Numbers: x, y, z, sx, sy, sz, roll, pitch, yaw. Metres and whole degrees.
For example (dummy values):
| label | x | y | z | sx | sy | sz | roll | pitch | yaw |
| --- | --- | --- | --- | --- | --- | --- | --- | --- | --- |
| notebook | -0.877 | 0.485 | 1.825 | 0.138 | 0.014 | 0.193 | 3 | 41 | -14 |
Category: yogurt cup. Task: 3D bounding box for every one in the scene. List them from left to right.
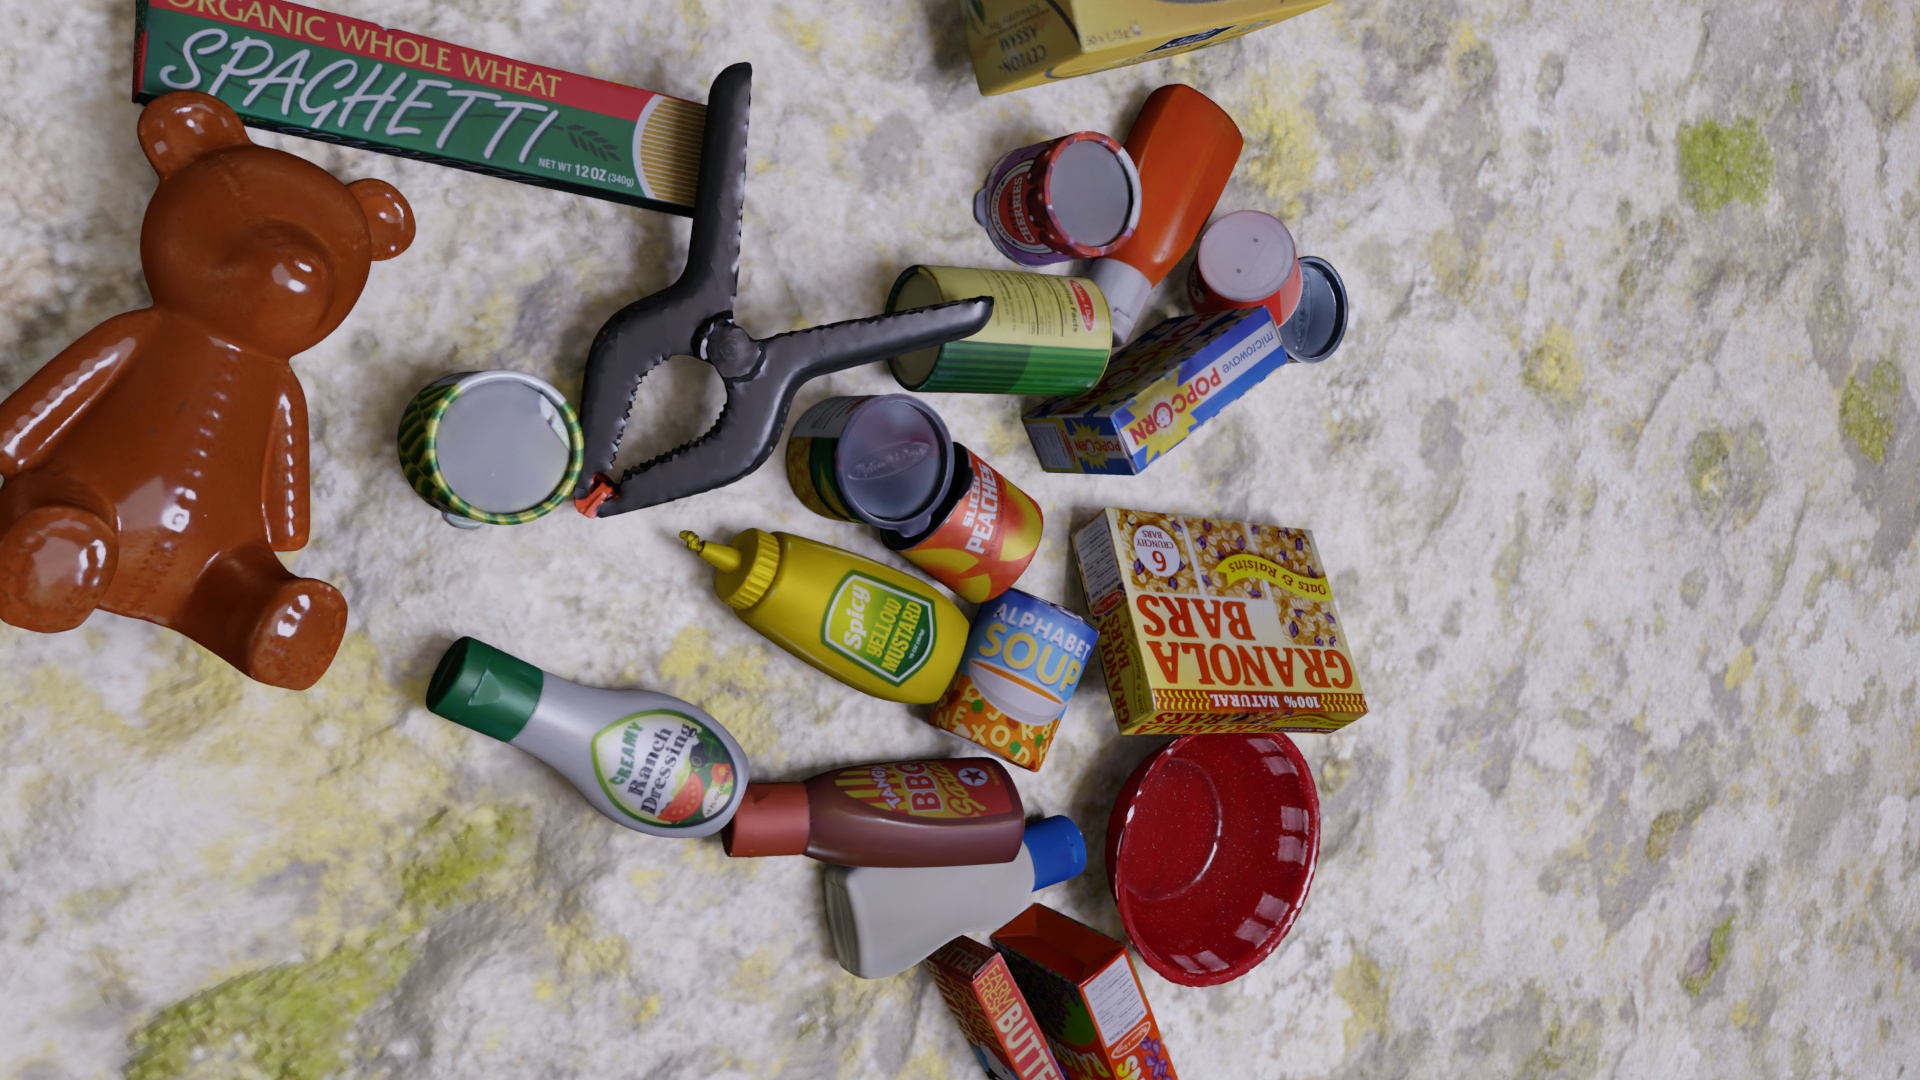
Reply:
| label | x | y | z | sx | sy | sz | roll | pitch | yaw |
| --- | --- | --- | --- | --- | --- | --- | --- | --- | --- |
| yogurt cup | 0.165 | -0.157 | 0.806 | 0.072 | 0.054 | 0.072 | -2 | 81 | 10 |

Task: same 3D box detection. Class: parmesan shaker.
| label | x | y | z | sx | sy | sz | roll | pitch | yaw |
| --- | --- | --- | --- | --- | --- | --- | --- | --- | --- |
| parmesan shaker | 0.018 | -0.111 | 0.731 | 0.103 | 0.071 | 0.071 | -2 | 95 | -31 |

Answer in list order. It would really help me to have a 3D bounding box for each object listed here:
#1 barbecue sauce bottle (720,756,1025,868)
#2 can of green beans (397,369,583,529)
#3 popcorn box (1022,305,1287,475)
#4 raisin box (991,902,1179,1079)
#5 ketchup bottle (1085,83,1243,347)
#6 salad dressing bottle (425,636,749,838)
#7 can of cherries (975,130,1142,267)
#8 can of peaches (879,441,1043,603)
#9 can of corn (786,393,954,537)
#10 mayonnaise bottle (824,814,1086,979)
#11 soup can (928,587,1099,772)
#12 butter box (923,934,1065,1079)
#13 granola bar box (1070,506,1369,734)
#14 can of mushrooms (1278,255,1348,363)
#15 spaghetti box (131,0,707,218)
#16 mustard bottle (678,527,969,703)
| label | x | y | z | sx | sy | sz | roll | pitch | yaw |
| --- | --- | --- | --- | --- | --- | --- | --- | --- | --- |
| barbecue sauce bottle | -0.046 | 0.140 | 0.709 | 0.149 | 0.065 | 0.043 | 1 | 115 | -20 |
| can of green beans | -0.203 | -0.040 | 0.600 | 0.071 | 0.058 | 0.071 | -3 | 96 | -32 |
| popcorn box | 0.109 | -0.084 | 0.776 | 0.127 | 0.085 | 0.038 | -36 | 111 | -24 |
| raisin box | 0.074 | 0.276 | 0.783 | 0.040 | 0.086 | 0.123 | -31 | 110 | -28 |
| ketchup bottle | 0.107 | -0.182 | 0.792 | 0.064 | 0.043 | 0.149 | 32 | 77 | -29 |
| salad dressing bottle | -0.169 | 0.090 | 0.640 | 0.147 | 0.044 | 0.064 | 31 | 76 | -30 |
| can of cherries | 0.053 | -0.182 | 0.749 | 0.071 | 0.058 | 0.071 | -3 | 96 | -32 |
| can of peaches | 0.003 | -0.009 | 0.724 | 0.058 | 0.071 | 0.071 | 36 | 75 | -30 |
| can of corn | -0.046 | -0.038 | 0.698 | 0.071 | 0.058 | 0.071 | -3 | 96 | -32 |
| mayonnaise bottle | 0.000 | 0.186 | 0.756 | 0.148 | 0.041 | 0.064 | -11 | 93 | -33 |
| soup can | 0.029 | 0.074 | 0.747 | 0.071 | 0.071 | 0.084 | 30 | 79 | -30 |
| butter box | 0.019 | 0.266 | 0.767 | 0.024 | 0.053 | 0.103 | -35 | 111 | -27 |
| granola bar box | 0.151 | 0.049 | 0.809 | 0.166 | 0.039 | 0.124 | 5 | 60 | -32 |
| can of mushrooms | 0.204 | -0.143 | 0.862 | 0.071 | 0.033 | 0.071 | -4 | 97 | -32 |
| spaghetti box | -0.212 | -0.185 | 0.599 | 0.250 | 0.028 | 0.050 | 4 | 92 | -32 |
| mustard bottle | -0.071 | 0.032 | 0.694 | 0.160 | 0.049 | 0.065 | 27 | 78 | -31 |
